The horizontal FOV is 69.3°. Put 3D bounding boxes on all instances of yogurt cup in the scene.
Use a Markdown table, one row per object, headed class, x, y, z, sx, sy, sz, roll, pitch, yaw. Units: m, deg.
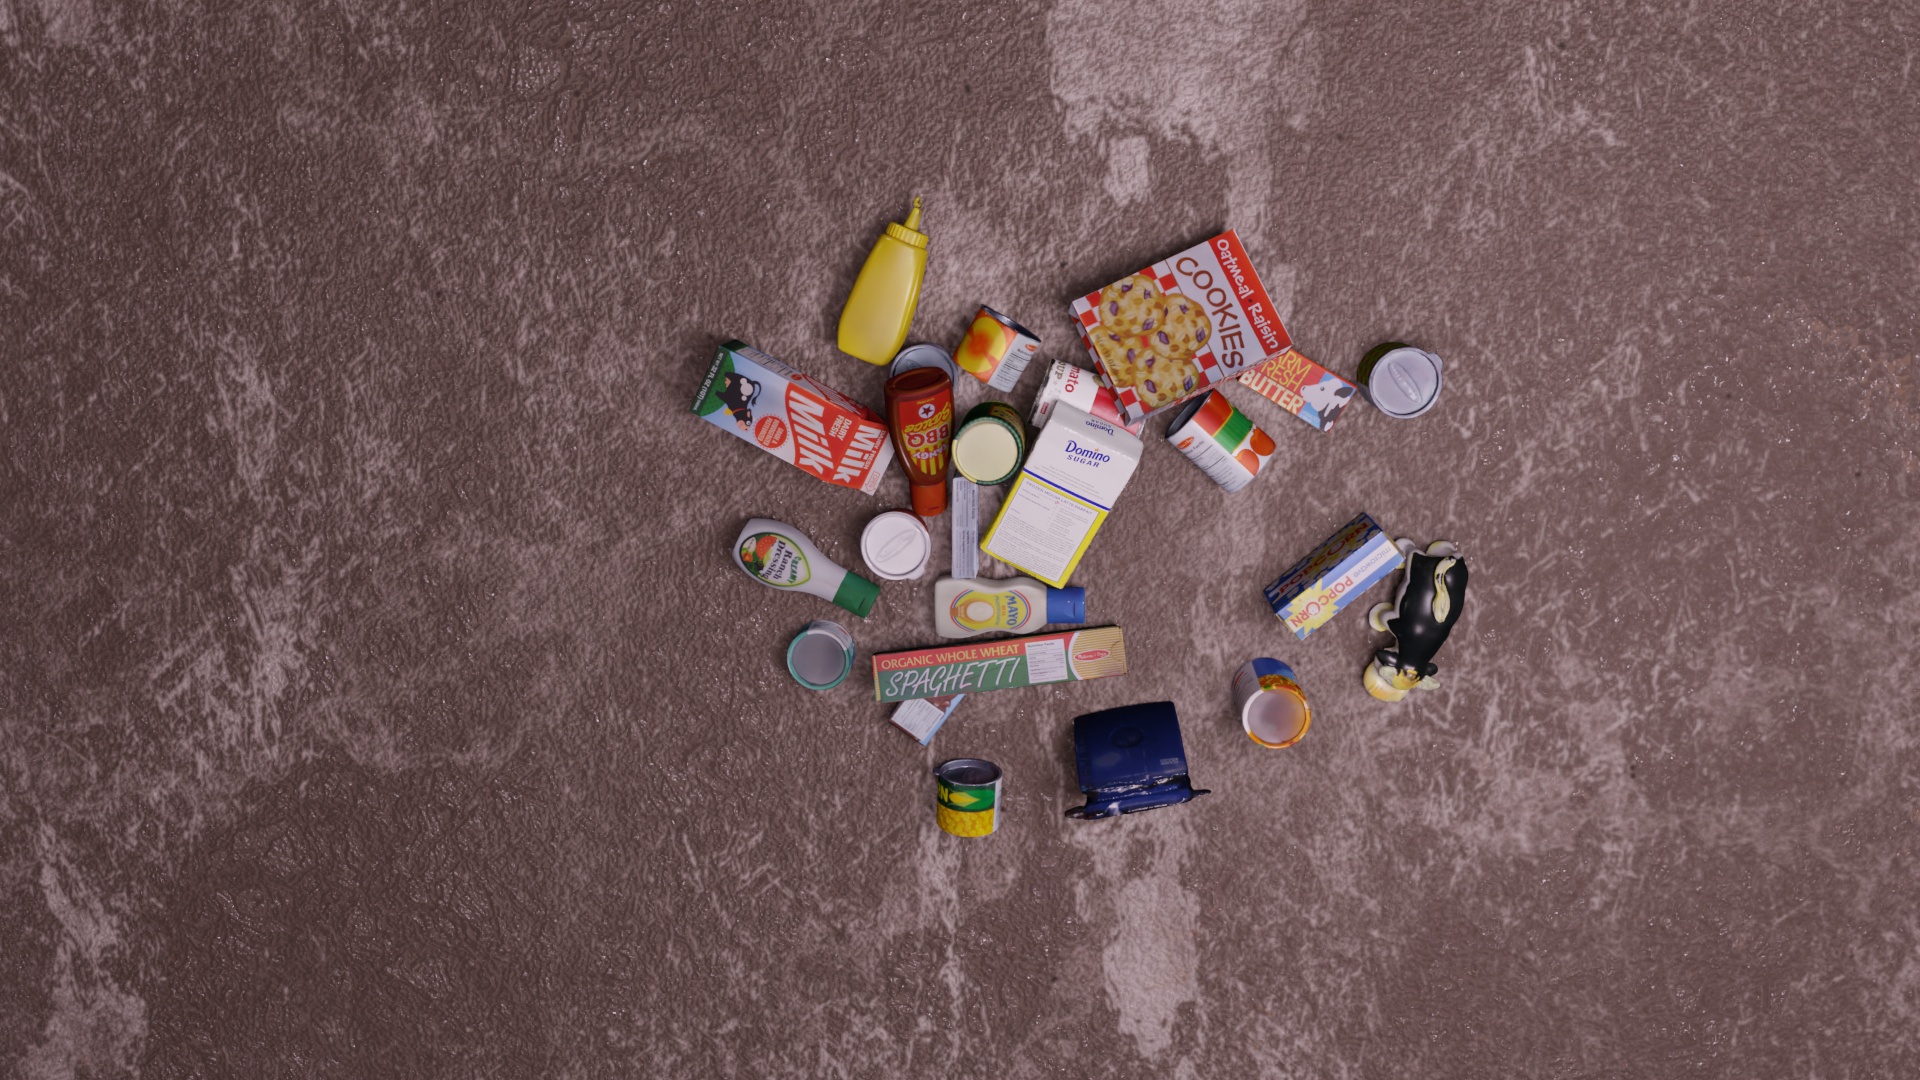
| class | x | y | z | sx | sy | sz | roll | pitch | yaw |
| --- | --- | --- | --- | --- | --- | --- | --- | --- | --- |
| yogurt cup | -0.061 | 0.000 | 1.366 | 0.072 | 0.054 | 0.072 | 1 | 103 | 4 |

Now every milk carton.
| class | x | y | z | sx | sy | sz | roll | pitch | yaw |
| --- | --- | --- | --- | --- | --- | --- | --- | --- | --- |
| milk carton | -0.154 | -0.116 | 1.336 | 0.190 | 0.073 | 0.072 | 27 | 103 | -2 |

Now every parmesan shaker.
| class | x | y | z | sx | sy | sz | roll | pitch | yaw |
| --- | --- | --- | --- | --- | --- | --- | --- | --- | --- |
| parmesan shaker | 0.030 | -0.090 | 1.312 | 0.071 | 0.103 | 0.071 | 1 | 103 | 4 |

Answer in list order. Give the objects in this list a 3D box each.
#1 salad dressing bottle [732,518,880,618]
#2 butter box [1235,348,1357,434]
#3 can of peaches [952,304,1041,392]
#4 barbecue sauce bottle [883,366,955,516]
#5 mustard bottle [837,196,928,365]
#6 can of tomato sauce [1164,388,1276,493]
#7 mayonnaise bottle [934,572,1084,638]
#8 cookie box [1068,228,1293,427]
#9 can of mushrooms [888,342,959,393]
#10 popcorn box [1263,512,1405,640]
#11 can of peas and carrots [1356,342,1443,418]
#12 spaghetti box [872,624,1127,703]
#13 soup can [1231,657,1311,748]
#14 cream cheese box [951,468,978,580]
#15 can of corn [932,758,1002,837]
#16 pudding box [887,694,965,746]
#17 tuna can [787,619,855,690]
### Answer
| class | x | y | z | sx | sy | sz | roll | pitch | yaw |
| --- | --- | --- | --- | --- | --- | --- | --- | --- | --- |
| salad dressing bottle | -0.152 | 0.029 | 1.385 | 0.148 | 0.044 | 0.064 | 26 | 105 | -2 |
| butter box | 0.318 | -0.150 | 1.317 | 0.103 | 0.024 | 0.053 | 30 | 104 | -3 |
| can of peaches | 0.032 | -0.182 | 1.312 | 0.071 | 0.071 | 0.058 | 30 | 104 | -3 |
| barbecue sauce bottle | -0.035 | -0.091 | 1.321 | 0.065 | 0.044 | 0.147 | -17 | 131 | -15 |
| mustard bottle | -0.065 | -0.247 | 1.312 | 0.065 | 0.049 | 0.159 | 23 | 103 | -1 |
| can of tomato sauce | 0.247 | -0.097 | 1.315 | 0.083 | 0.071 | 0.071 | 40 | 103 | -6 |
| mayonnaise bottle | 0.049 | 0.064 | 1.378 | 0.148 | 0.041 | 0.064 | 0 | 103 | 5 |
| cookie box | 0.202 | -0.195 | 1.275 | 0.168 | 0.040 | 0.123 | -25 | 84 | -5 |
| can of mushrooms | -0.036 | -0.156 | 1.339 | 0.071 | 0.033 | 0.071 | 1 | 103 | 4 |
| popcorn box | 0.355 | 0.033 | 1.325 | 0.126 | 0.085 | 0.038 | -40 | 98 | 12 |
| can of peas and carrots | 0.409 | -0.152 | 1.292 | 0.071 | 0.059 | 0.070 | 1 | 103 | 4 |
| spaghetti box | 0.038 | 0.122 | 1.377 | 0.250 | 0.028 | 0.050 | -6 | 91 | -3 |
| soup can | 0.306 | 0.159 | 1.359 | 0.071 | 0.084 | 0.071 | 1 | 103 | 4 |
| cream cheese box | 0.005 | -0.017 | 1.357 | 0.024 | 0.053 | 0.103 | 1 | 103 | 4 |
| can of corn | 0.006 | 0.262 | 1.414 | 0.071 | 0.071 | 0.058 | 3 | 104 | 4 |
| pudding box | -0.030 | 0.162 | 1.413 | 0.049 | 0.030 | 0.083 | 35 | 103 | -3 |
| tuna can | -0.142 | 0.119 | 1.410 | 0.071 | 0.033 | 0.071 | 1 | 103 | 4 |
